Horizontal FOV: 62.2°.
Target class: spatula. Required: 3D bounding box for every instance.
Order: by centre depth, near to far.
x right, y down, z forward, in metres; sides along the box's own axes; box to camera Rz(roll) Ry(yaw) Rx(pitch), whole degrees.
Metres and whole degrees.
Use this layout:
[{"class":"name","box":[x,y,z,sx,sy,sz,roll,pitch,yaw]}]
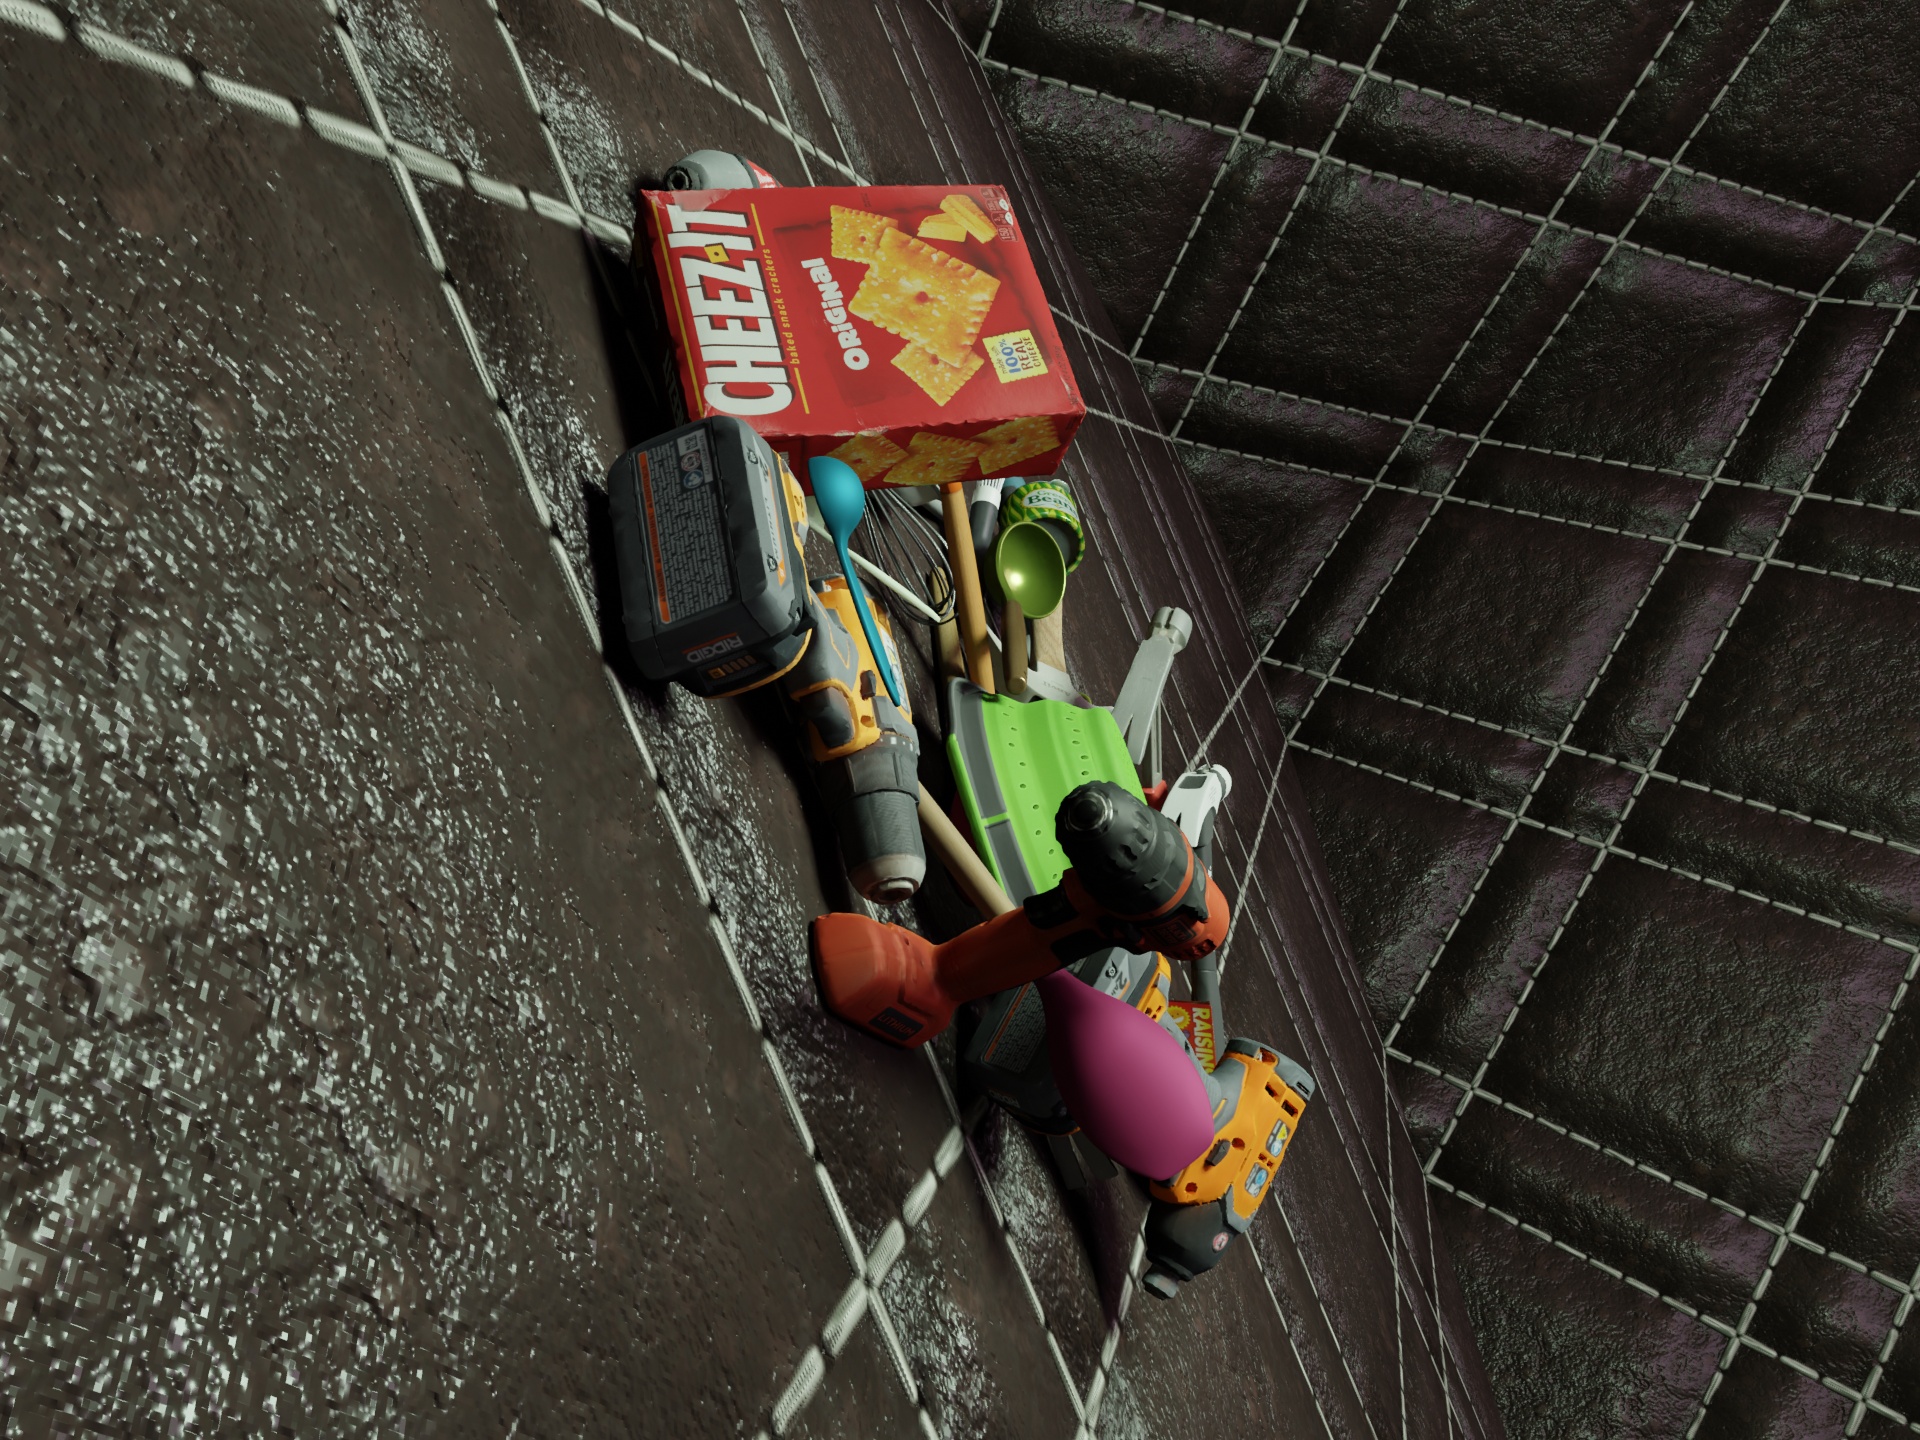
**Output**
[{"class":"spatula","box":[0.006,-0.134,1.059,0.081,0.041,0.322,-92,173,-55]}]

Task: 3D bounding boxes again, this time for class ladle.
[{"class":"ladle","box":[-0.002,-0.004,1.114,0.316,0.031,0.069,-99,164,-45]},{"class":"ladle","box":[0.048,-0.077,1.127,0.320,0.062,0.078,-87,152,-71]}]

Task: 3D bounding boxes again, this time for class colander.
[{"class":"colander","box":[0.083,0.065,1.088,0.397,0.094,0.204,29,42,-78]}]

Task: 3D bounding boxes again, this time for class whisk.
[{"class":"whisk","box":[-0.065,-0.172,1.092,0.239,0.055,0.055,61,17,-12]},{"class":"whisk","box":[0.027,-0.208,1.316,0.070,0.070,0.285,49,44,-49]}]

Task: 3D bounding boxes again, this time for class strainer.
[{"class":"strainer","box":[-0.034,-0.177,1.211,0.087,0.050,0.258,43,6,11]}]

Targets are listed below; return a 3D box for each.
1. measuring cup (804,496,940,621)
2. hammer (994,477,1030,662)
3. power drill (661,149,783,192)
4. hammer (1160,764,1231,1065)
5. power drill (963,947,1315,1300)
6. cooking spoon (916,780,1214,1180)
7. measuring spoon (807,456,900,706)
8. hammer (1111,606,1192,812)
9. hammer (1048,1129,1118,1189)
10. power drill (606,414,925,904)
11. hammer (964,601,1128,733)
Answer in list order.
[{"class":"measuring cup","box":[-0.065,-0.117,0.889,0.168,0.038,0.083,40,4,15]},{"class":"hammer","box":[0.066,-0.112,1.469,0.128,0.033,0.331,53,21,-45]},{"class":"power drill","box":[-0.113,-0.247,0.987,0.219,0.078,0.143,65,15,0]},{"class":"hammer","box":[0.192,0.211,1.259,0.146,0.035,0.334,-27,114,-67]},{"class":"power drill","box":[0.107,0.230,0.934,0.226,0.084,0.164,43,68,-32]},{"class":"cooking spoon","box":[0.024,0.109,0.866,0.319,0.069,0.017,52,-11,21]},{"class":"measuring spoon","box":[-0.044,-0.070,0.776,0.042,0.021,0.128,-25,96,-83]},{"class":"hammer","box":[0.153,0.082,1.277,0.358,0.037,0.149,81,27,-49]},{"class":"hammer","box":[0.104,0.226,1.133,0.127,0.034,0.337,69,16,6]},{"class":"power drill","box":[-0.080,-0.020,0.783,0.226,0.084,0.186,50,23,-60]},{"class":"hammer","box":[0.068,-0.097,1.334,0.130,0.031,0.332,24,30,-14]}]
